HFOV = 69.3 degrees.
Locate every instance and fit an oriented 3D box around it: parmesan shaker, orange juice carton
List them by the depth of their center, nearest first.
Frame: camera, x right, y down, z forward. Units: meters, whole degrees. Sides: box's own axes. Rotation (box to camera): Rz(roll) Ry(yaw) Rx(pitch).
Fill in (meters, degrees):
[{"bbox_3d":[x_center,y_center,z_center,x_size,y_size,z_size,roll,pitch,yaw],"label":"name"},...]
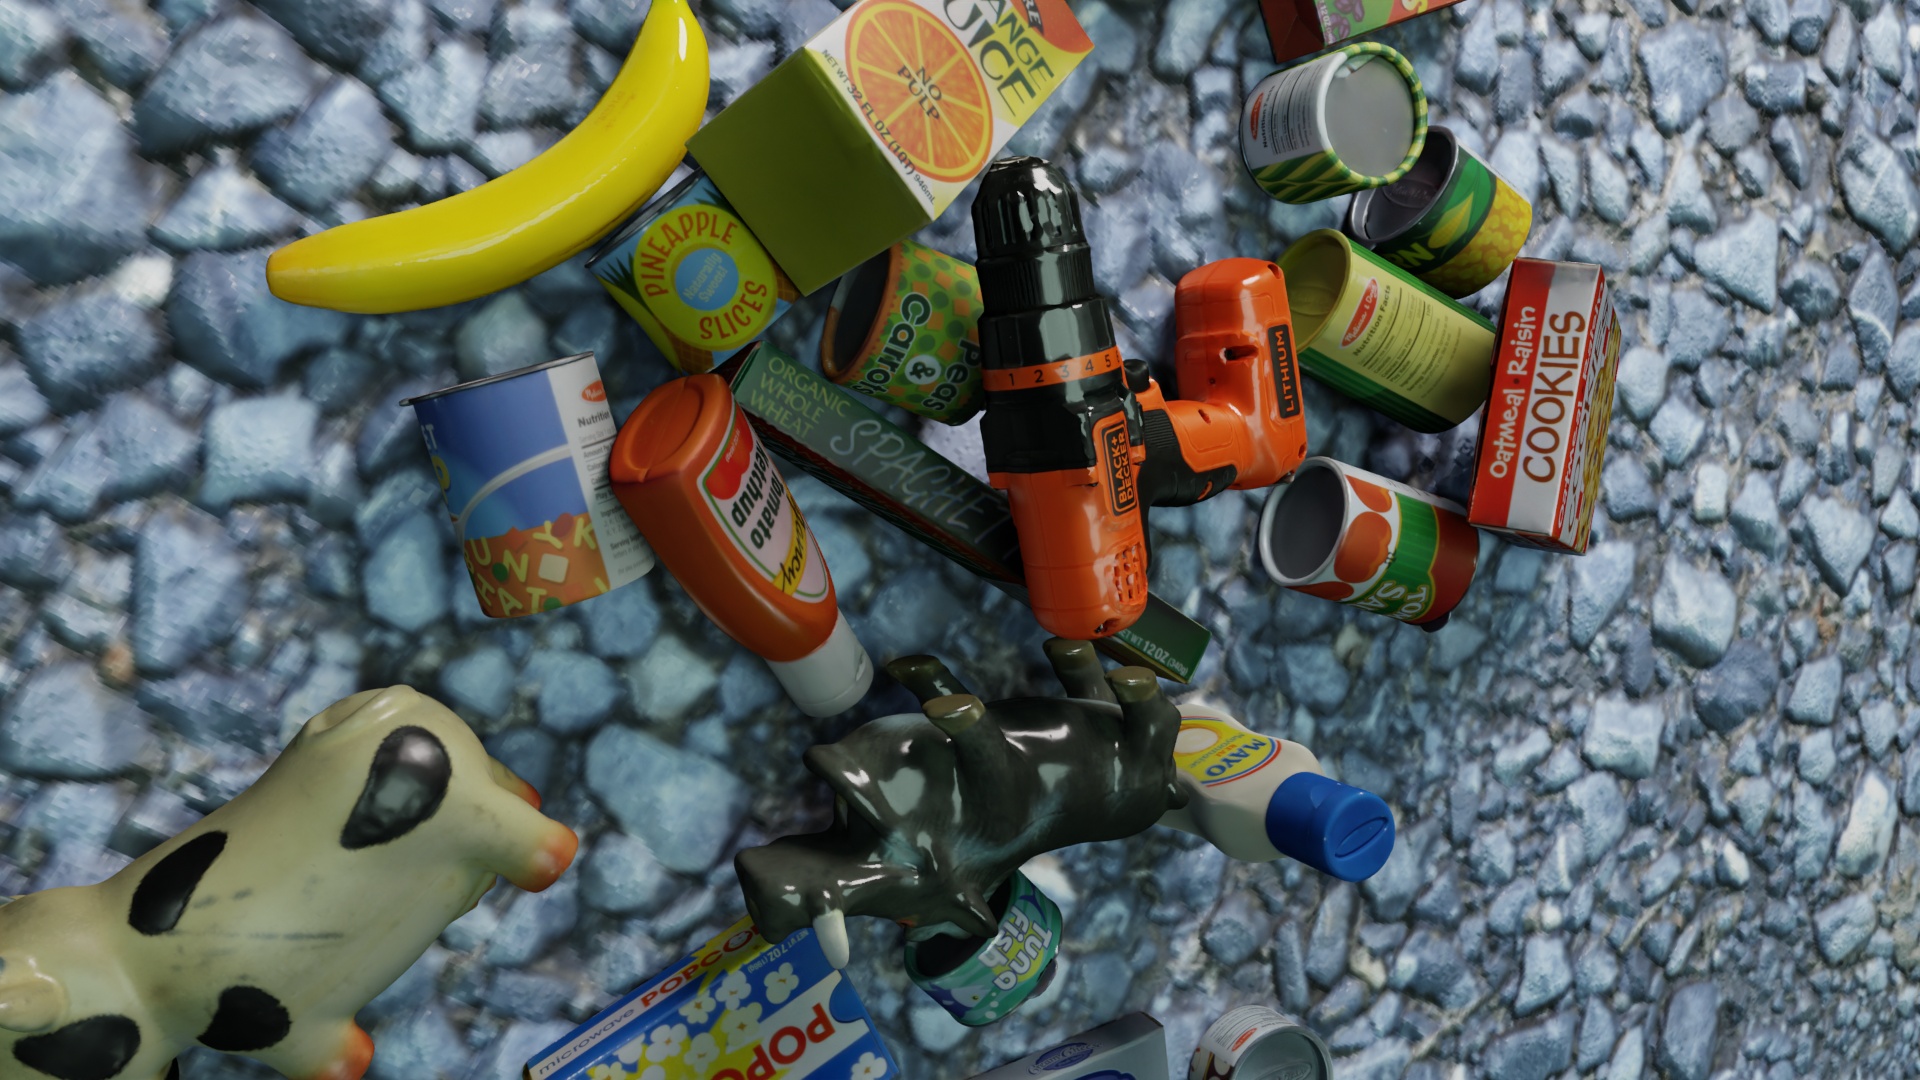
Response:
[{"bbox_3d":[-0.013,-0.183,0.540,0.071,0.073,0.194,51,47,-19],"label":"orange juice carton"},{"bbox_3d":[0.200,-0.097,0.672,0.103,0.071,0.071,21,85,-26],"label":"parmesan shaker"}]

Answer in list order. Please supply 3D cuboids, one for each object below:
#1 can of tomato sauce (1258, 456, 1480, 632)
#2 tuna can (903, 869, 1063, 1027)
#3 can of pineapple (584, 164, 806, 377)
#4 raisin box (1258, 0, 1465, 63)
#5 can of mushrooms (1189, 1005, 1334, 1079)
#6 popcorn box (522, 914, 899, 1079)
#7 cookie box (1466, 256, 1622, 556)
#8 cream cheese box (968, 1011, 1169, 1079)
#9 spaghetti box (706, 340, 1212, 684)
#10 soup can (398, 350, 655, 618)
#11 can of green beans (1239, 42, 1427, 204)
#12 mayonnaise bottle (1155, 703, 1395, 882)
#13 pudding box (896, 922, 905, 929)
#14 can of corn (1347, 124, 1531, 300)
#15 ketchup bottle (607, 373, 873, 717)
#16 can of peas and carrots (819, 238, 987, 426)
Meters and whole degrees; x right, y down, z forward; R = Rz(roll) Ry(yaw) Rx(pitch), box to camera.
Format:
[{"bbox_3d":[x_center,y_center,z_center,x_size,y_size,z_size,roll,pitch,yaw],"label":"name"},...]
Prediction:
[{"bbox_3d":[0.198,0.003,0.677,0.083,0.071,0.071,15,88,-25],"label":"can of tomato sauce"},{"bbox_3d":[0.010,0.173,0.600,0.071,0.071,0.032,-48,111,-14],"label":"tuna can"},{"bbox_3d":[-0.098,-0.103,0.528,0.071,0.071,0.057,-46,111,-15],"label":"can of pineapple"},{"bbox_3d":[0.199,-0.291,0.670,0.124,0.040,0.086,-25,103,-22],"label":"raisin box"},{"bbox_3d":[0.150,0.272,0.695,0.071,0.033,0.071,-2,95,-26],"label":"can of mushrooms"},{"bbox_3d":[-0.101,0.217,0.569,0.127,0.038,0.085,-30,105,-20],"label":"popcorn box"},{"bbox_3d":[0.291,-0.059,0.684,0.167,0.040,0.123,8,92,-61],"label":"cookie box"},{"bbox_3d":[0.051,0.266,0.652,0.104,0.024,0.053,-12,99,-24],"label":"cream cheese box"},{"bbox_3d":[0.002,-0.007,0.594,0.250,0.050,0.029,32,79,-24],"label":"spaghetti box"},{"bbox_3d":[-0.158,-0.021,0.510,0.071,0.071,0.083,-19,102,-23],"label":"soup can"},{"bbox_3d":[0.176,-0.196,0.656,0.071,0.058,0.071,-2,95,-25],"label":"can of green beans"},{"bbox_3d":[0.125,0.109,0.606,0.065,0.148,0.041,-27,105,-21],"label":"mayonnaise bottle"},{"bbox_3d":[-0.013,0.124,0.608,0.049,0.030,0.084,45,76,-22],"label":"pudding box"},{"bbox_3d":[0.234,-0.158,0.683,0.058,0.071,0.071,28,83,-25],"label":"can of corn"},{"bbox_3d":[-0.079,0.010,0.537,0.065,0.043,0.148,-79,152,-44],"label":"ketchup bottle"},{"bbox_3d":[-0.017,-0.085,0.567,0.059,0.071,0.071,18,87,-25],"label":"can of peas and carrots"}]
